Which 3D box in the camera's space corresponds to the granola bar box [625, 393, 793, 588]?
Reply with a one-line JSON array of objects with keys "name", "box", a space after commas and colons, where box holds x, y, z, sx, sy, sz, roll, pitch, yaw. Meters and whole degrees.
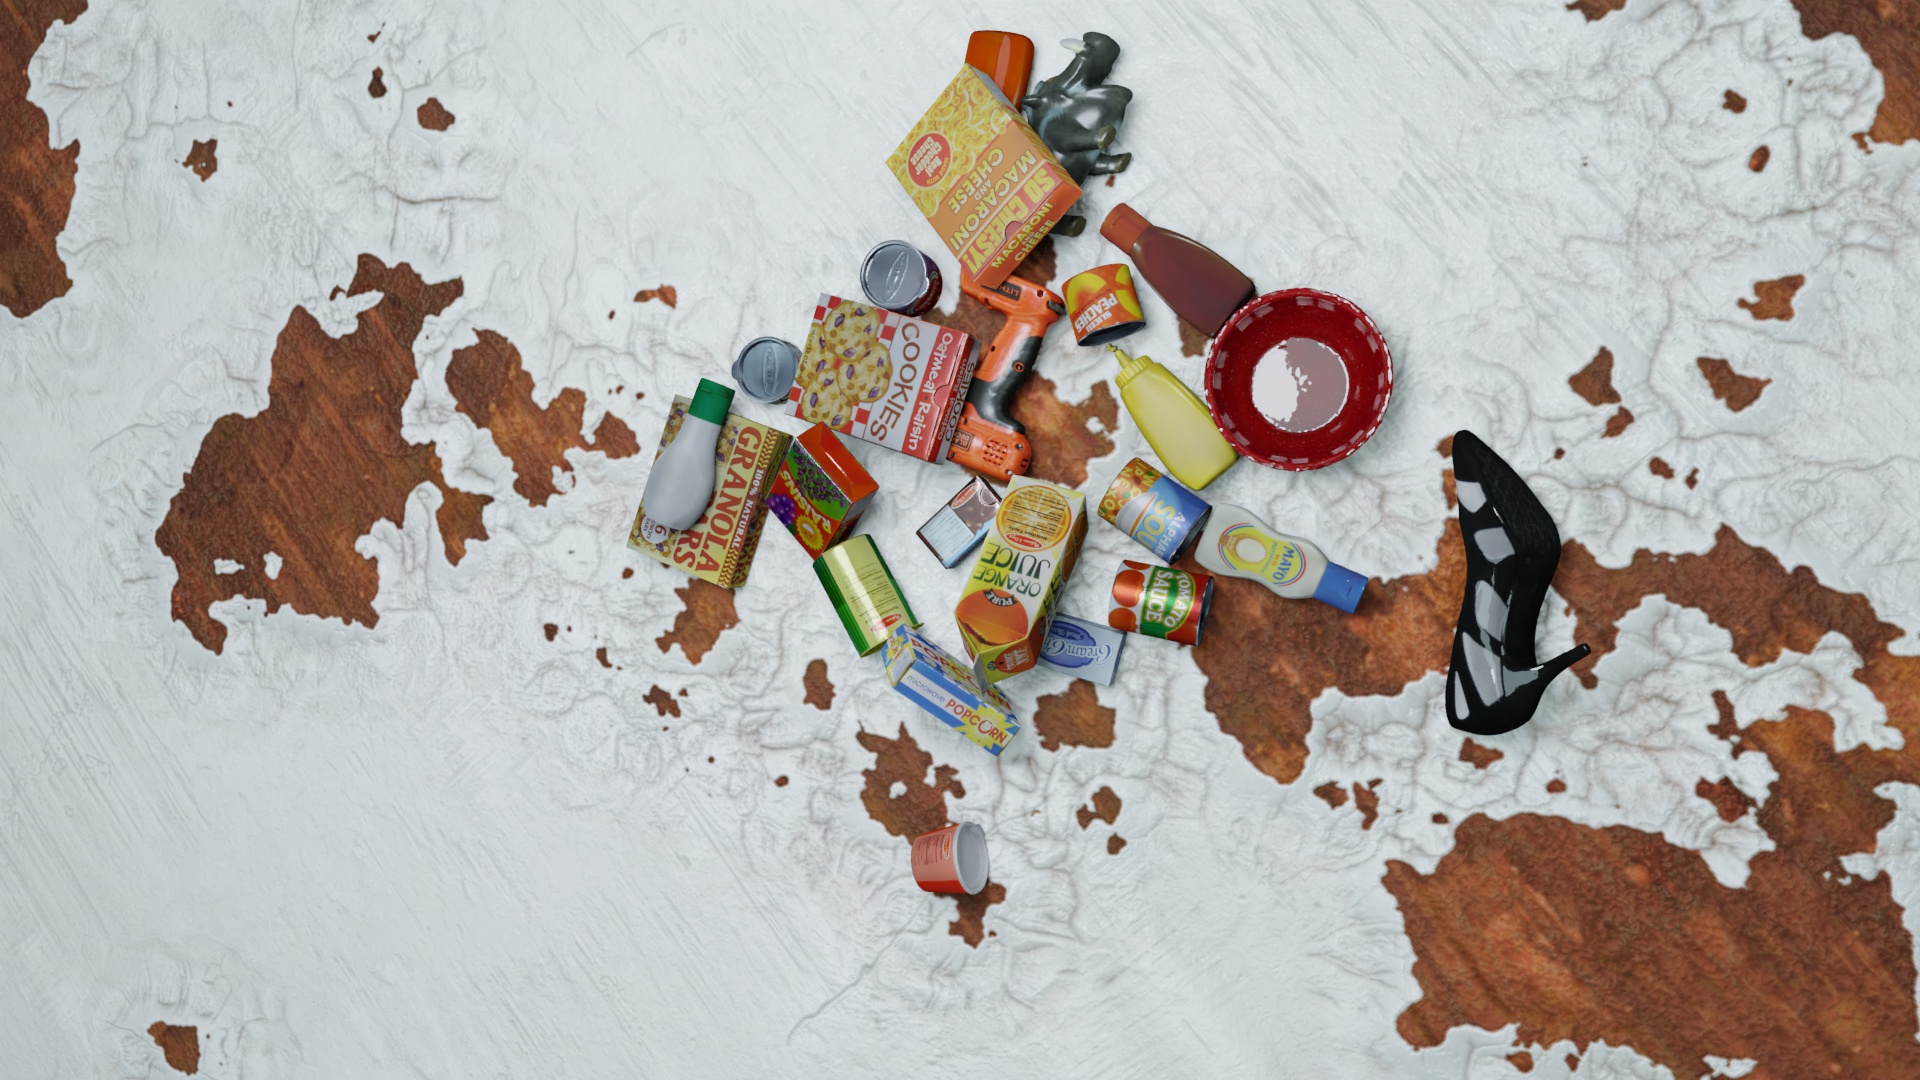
[{"name": "granola bar box", "box": [-0.254, -0.050, 1.404, 0.124, 0.039, 0.165, 21, 95, 16]}]

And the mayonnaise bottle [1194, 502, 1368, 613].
[{"name": "mayonnaise bottle", "box": [0.289, 0.020, 1.246, 0.148, 0.041, 0.064, 24, 95, 15]}]

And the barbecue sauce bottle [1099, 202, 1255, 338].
[{"name": "barbecue sauce bottle", "box": [0.195, -0.253, 1.274, 0.149, 0.044, 0.064, 41, 100, 13]}]

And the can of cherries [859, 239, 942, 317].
[{"name": "can of cherries", "box": [-0.054, -0.249, 1.338, 0.071, 0.058, 0.071, 0, 89, 16]}]

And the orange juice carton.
[{"name": "orange juice carton", "box": [0.050, 0.044, 1.258, 0.073, 0.071, 0.193, 17, 66, 16]}]

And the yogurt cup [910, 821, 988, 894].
[{"name": "yogurt cup", "box": [-0.012, 0.304, 1.321, 0.054, 0.072, 0.072, -13, 87, 24]}]

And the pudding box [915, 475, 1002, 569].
[{"name": "pudding box", "box": [0.005, -0.017, 1.334, 0.083, 0.030, 0.050, -43, 78, 12]}]

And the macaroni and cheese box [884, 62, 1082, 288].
[{"name": "macaroni and cheese box", "box": [0.018, -0.333, 1.270, 0.123, 0.040, 0.167, -45, 63, 25]}]

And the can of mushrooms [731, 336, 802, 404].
[{"name": "can of mushrooms", "box": [-0.190, -0.170, 1.389, 0.071, 0.033, 0.071, 0, 91, 16]}]

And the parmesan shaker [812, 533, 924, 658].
[{"name": "parmesan shaker", "box": [-0.090, 0.052, 1.344, 0.071, 0.071, 0.103, -31, 81, 14]}]

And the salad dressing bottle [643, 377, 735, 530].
[{"name": "salad dressing bottle", "box": [-0.263, -0.085, 1.364, 0.064, 0.044, 0.147, 23, 95, 17]}]

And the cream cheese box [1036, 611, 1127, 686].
[{"name": "cream cheese box", "box": [0.100, 0.098, 1.310, 0.104, 0.024, 0.053, 15, 95, 16]}]

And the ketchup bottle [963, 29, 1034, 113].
[{"name": "ketchup bottle", "box": [0.027, -0.406, 1.322, 0.065, 0.043, 0.148, 12, 93, 22]}]

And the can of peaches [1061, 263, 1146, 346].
[{"name": "can of peaches", "box": [0.130, -0.217, 1.278, 0.071, 0.071, 0.058, -17, 85, 16]}]

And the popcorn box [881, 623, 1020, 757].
[{"name": "popcorn box", "box": [-0.010, 0.137, 1.283, 0.126, 0.085, 0.038, 36, 98, -19]}]

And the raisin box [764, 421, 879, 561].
[{"name": "raisin box", "box": [-0.135, -0.045, 1.334, 0.086, 0.040, 0.122, 48, 144, 9]}]

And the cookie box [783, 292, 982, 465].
[{"name": "cookie box", "box": [-0.074, -0.153, 1.305, 0.167, 0.040, 0.122, 20, 95, 27]}]

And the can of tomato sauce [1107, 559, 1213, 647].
[{"name": "can of tomato sauce", "box": [0.182, 0.056, 1.262, 0.083, 0.071, 0.071, 12, 93, 16]}]

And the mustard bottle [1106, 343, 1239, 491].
[{"name": "mustard bottle", "box": [0.187, -0.121, 1.272, 0.065, 0.049, 0.160, -39, 79, 14]}]

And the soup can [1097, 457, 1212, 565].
[{"name": "soup can", "box": [0.175, -0.026, 1.264, 0.084, 0.071, 0.071, 35, 99, 14]}]
